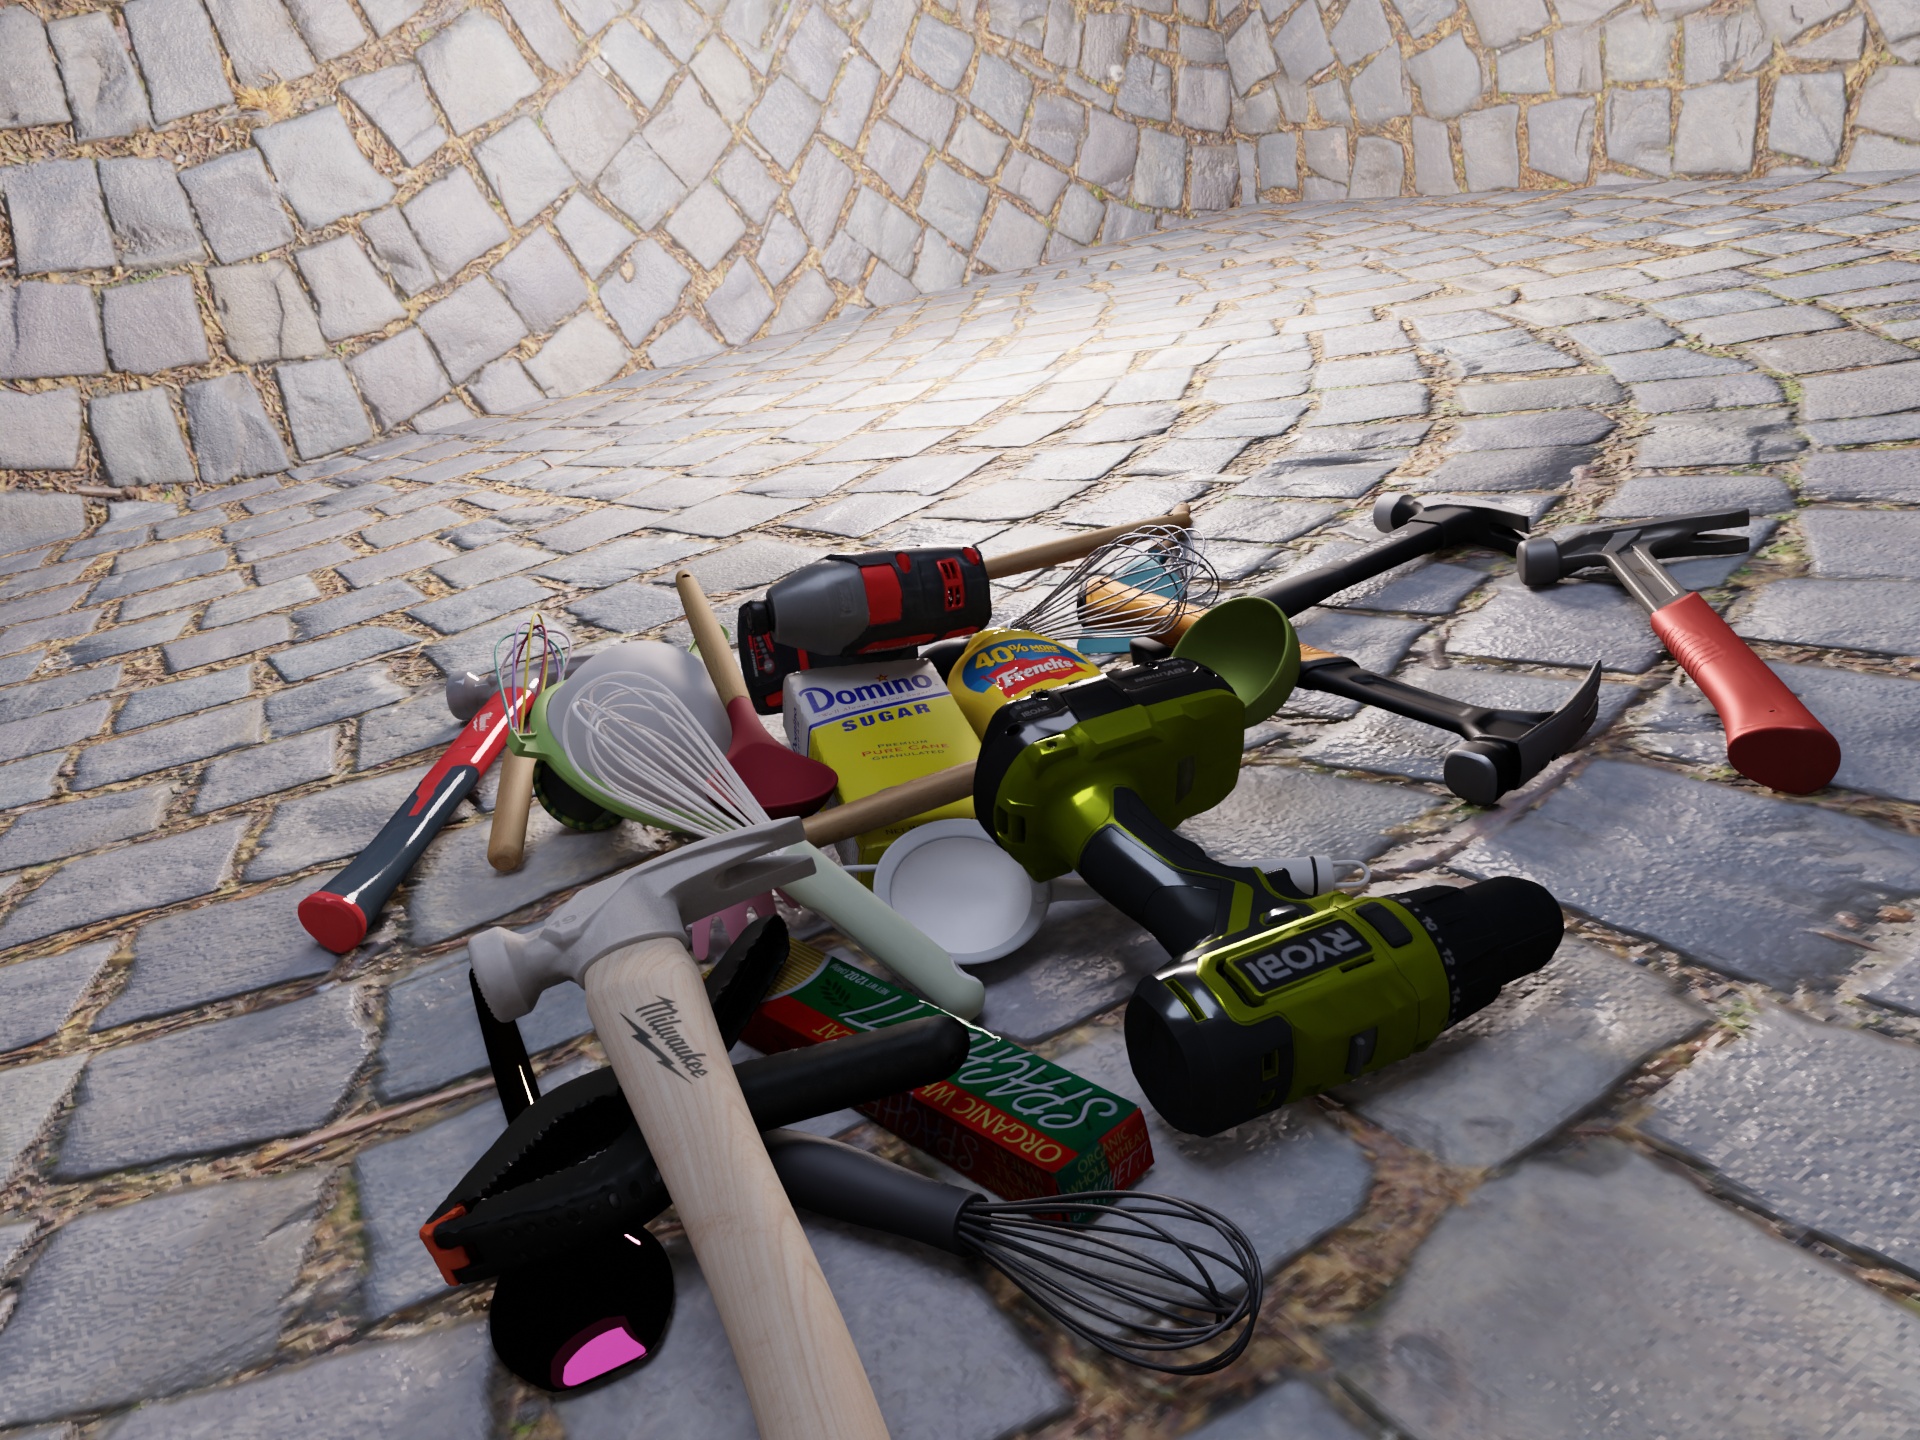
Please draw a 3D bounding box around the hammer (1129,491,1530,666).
[{"bbox_3d":[0.252,-0.093,1.110,0.335,0.035,0.146,-24,25,-28],"label":"hammer"}]

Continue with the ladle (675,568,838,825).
[{"bbox_3d":[-0.134,-0.020,0.919,0.069,0.031,0.316,-7,31,-17],"label":"ladle"}]

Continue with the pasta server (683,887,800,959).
[{"bbox_3d":[-0.039,0.051,0.922,0.060,0.040,0.316,10,26,42],"label":"pasta server"}]

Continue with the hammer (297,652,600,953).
[{"bbox_3d":[-0.331,0.040,1.072,0.143,0.038,0.387,-8,22,5],"label":"hammer"}]

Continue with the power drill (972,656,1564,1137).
[{"bbox_3d":[0.124,0.064,0.694,0.190,0.080,0.229,-16,38,-21],"label":"power drill"}]

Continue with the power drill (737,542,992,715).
[{"bbox_3d":[-0.076,-0.059,1.008,0.143,0.078,0.219,-10,-4,-16],"label":"power drill"}]

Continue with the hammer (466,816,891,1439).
[{"bbox_3d":[-0.059,0.170,0.518,0.146,0.038,0.411,-22,36,-12],"label":"hammer"}]

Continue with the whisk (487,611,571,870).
[{"bbox_3d":[-0.291,0.007,1.052,0.051,0.047,0.245,19,33,-22],"label":"whisk"}]

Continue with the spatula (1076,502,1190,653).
[{"bbox_3d":[0.156,-0.122,1.246,0.082,0.044,0.317,-5,18,17],"label":"spatula"}]

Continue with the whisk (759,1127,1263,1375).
[{"bbox_3d":[0.002,0.177,0.569,0.239,0.055,0.055,3,26,40],"label":"whisk"}]

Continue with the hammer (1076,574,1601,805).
[{"bbox_3d":[0.203,-0.038,0.950,0.127,0.034,0.337,-28,34,-34],"label":"hammer"}]

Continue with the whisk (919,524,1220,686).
[{"bbox_3d":[0.055,-0.061,1.018,0.070,0.070,0.284,-31,7,-39],"label":"whisk"}]

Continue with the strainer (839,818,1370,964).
[{"bbox_3d":[0.068,0.083,0.770,0.258,0.050,0.087,-4,48,4],"label":"strainer"}]

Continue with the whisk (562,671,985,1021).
[{"bbox_3d":[-0.088,0.060,0.741,0.059,0.246,0.057,-53,-12,-2],"label":"whisk"}]

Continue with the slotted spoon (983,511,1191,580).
[{"bbox_3d":[0.027,-0.119,1.255,0.314,0.031,0.070,-13,22,11],"label":"slotted spoon"}]

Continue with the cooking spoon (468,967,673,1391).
[{"bbox_3d":[-0.187,0.179,0.691,0.068,0.017,0.319,-19,24,-18],"label":"cooking spoon"}]

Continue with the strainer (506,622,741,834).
[{"bbox_3d":[-0.174,-0.026,1.011,0.151,0.069,0.256,25,26,-7],"label":"strainer"}]

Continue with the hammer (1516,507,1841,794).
[{"bbox_3d":[0.434,-0.052,0.920,0.149,0.036,0.359,-7,22,10],"label":"hammer"}]

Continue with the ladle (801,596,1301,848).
[{"bbox_3d":[0.030,0.010,0.806,0.320,0.062,0.078,-18,34,-16],"label":"ladle"}]
